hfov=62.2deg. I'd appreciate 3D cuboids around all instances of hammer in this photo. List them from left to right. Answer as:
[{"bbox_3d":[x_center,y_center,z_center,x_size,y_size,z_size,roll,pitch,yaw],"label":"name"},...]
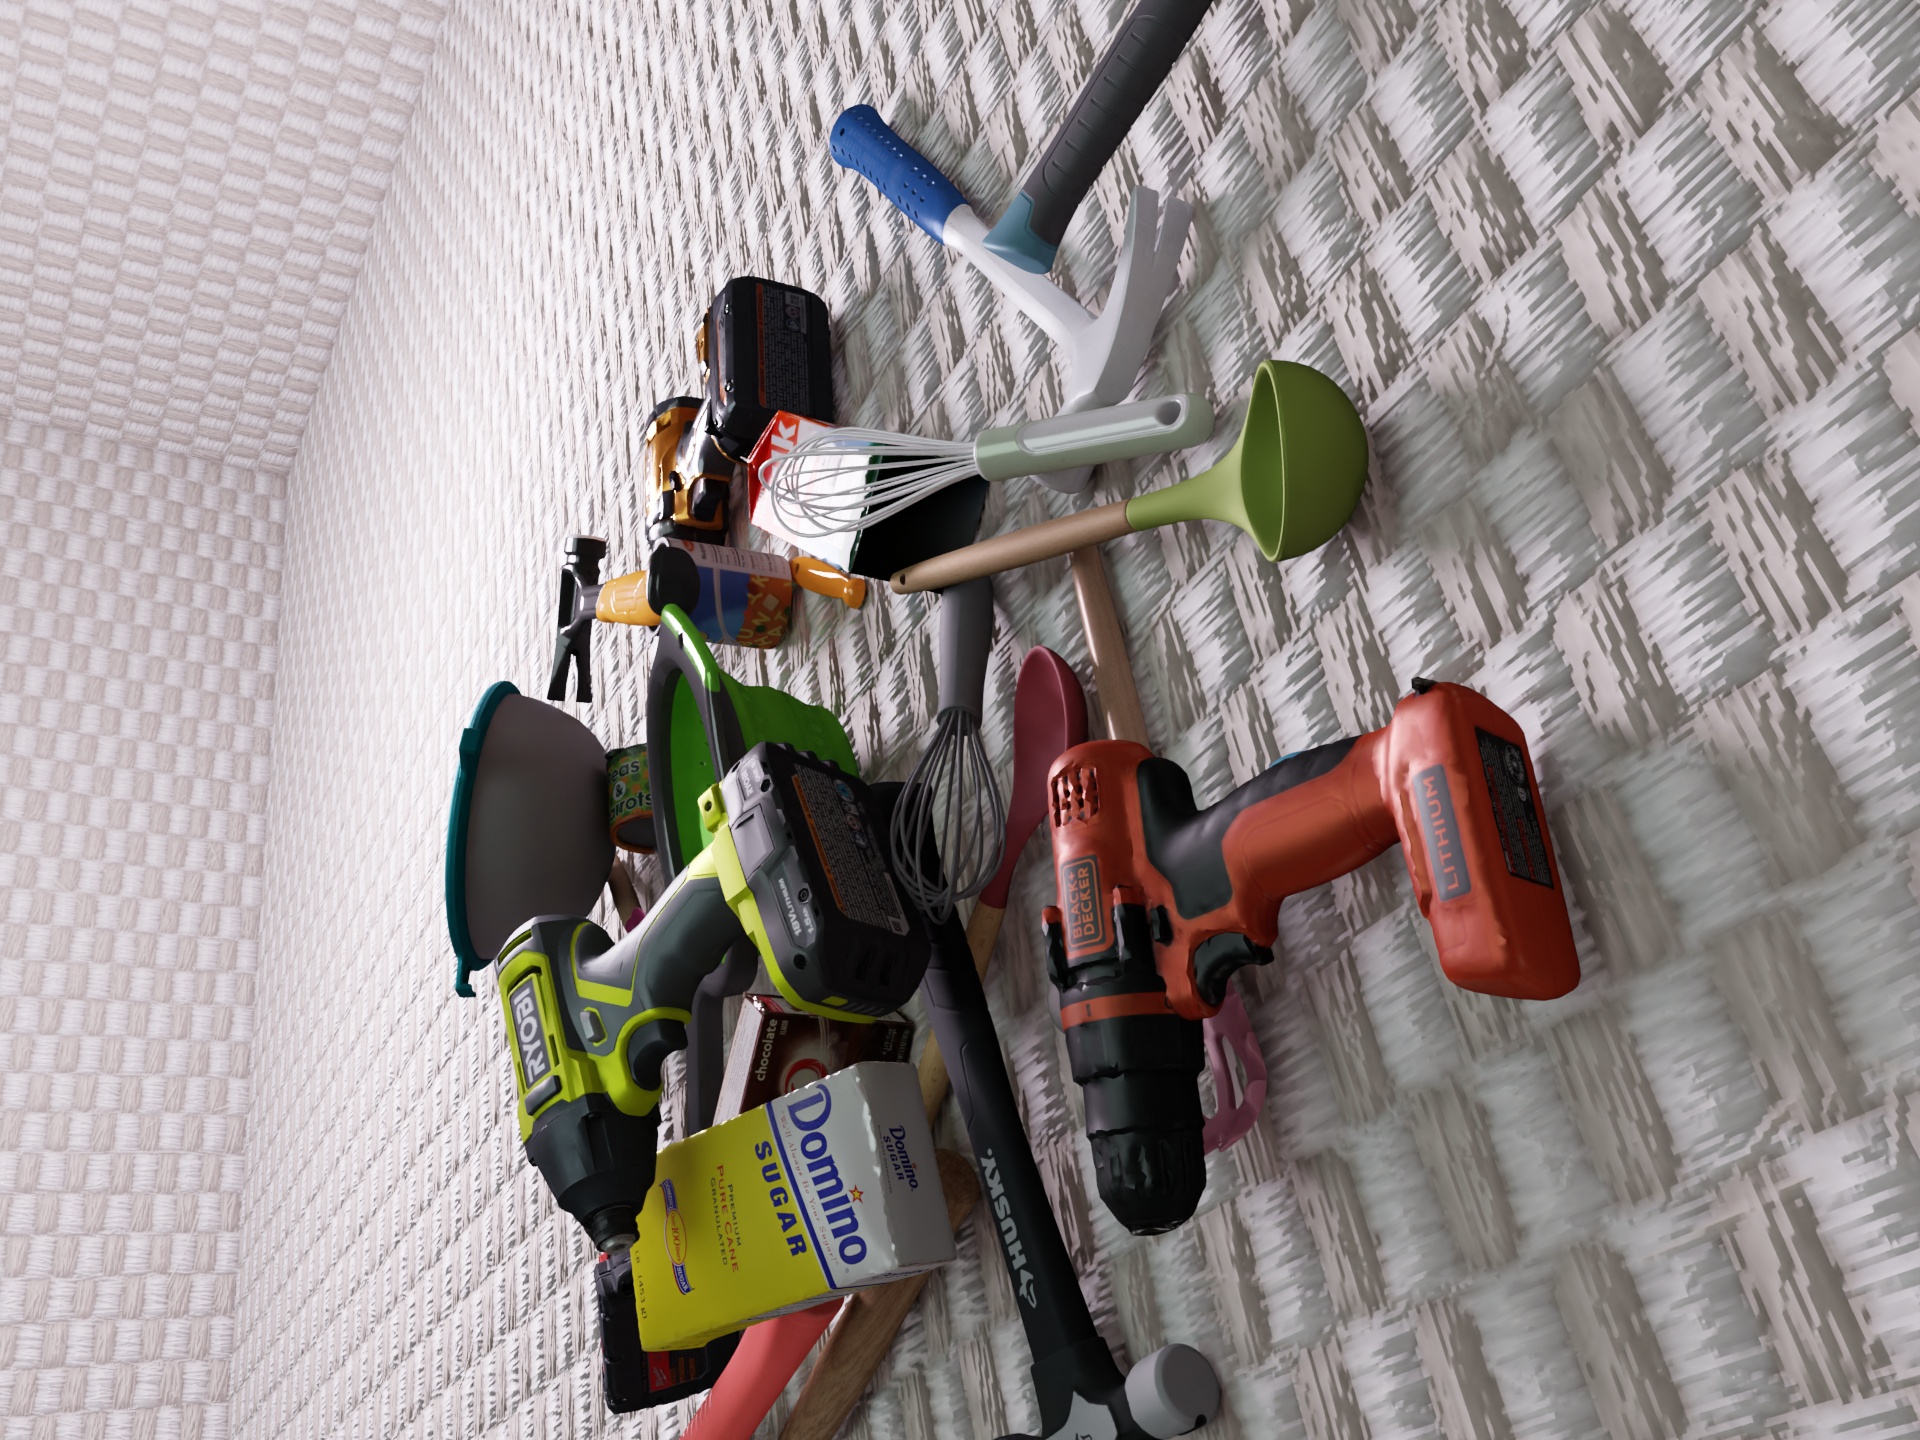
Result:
[{"bbox_3d":[-0.229,-0.072,1.060,0.337,0.034,0.127,-176,92,-67],"label":"hammer"},{"bbox_3d":[-0.149,0.427,0.879,0.359,0.036,0.149,-60,37,29],"label":"hammer"},{"bbox_3d":[-0.069,0.352,0.839,0.331,0.031,0.130,-64,35,24],"label":"hammer"},{"bbox_3d":[0.006,-0.280,0.895,0.144,0.035,0.406,-64,34,25],"label":"hammer"},{"bbox_3d":[0.008,0.171,0.729,0.146,0.035,0.335,-49,49,41],"label":"hammer"},{"bbox_3d":[0.111,-0.342,0.702,0.331,0.033,0.128,-54,37,22],"label":"hammer"}]

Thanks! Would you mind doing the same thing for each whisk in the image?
[{"bbox_3d":[-0.002,-0.003,0.776,0.055,0.055,0.239,-49,25,40],"label":"whisk"},{"bbox_3d":[0.006,-0.126,0.762,0.246,0.059,0.058,-5,67,31],"label":"whisk"}]

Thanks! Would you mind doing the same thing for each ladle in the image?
[{"bbox_3d":[0.007,0.113,0.787,0.069,0.031,0.315,-130,54,-62],"label":"ladle"},{"bbox_3d":[0.052,-0.089,0.716,0.320,0.062,0.078,-9,83,53],"label":"ladle"}]

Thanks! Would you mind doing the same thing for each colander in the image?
[{"bbox_3d":[-0.118,0.124,0.950,0.205,0.094,0.396,-133,41,-56],"label":"colander"}]

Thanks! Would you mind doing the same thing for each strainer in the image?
[{"bbox_3d":[-0.301,0.063,1.219,0.340,0.095,0.211,-90,6,-75],"label":"strainer"}]

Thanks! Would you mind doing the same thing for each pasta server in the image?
[{"bbox_3d":[0.076,0.036,0.685,0.060,0.040,0.317,-28,53,27],"label":"pasta server"}]

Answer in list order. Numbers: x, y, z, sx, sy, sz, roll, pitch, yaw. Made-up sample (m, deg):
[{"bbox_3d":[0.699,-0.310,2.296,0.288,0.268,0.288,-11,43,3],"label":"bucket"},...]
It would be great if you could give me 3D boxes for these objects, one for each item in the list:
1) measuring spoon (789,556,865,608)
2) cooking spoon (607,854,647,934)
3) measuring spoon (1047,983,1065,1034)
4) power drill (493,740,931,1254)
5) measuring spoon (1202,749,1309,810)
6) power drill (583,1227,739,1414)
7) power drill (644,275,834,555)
[{"bbox_3d":[-0.089,-0.090,1.019,0.117,0.011,0.021,27,105,58],"label":"measuring spoon"},{"bbox_3d":[-0.231,0.137,1.121,0.319,0.017,0.068,-152,62,-70],"label":"cooking spoon"},{"bbox_3d":[0.061,0.161,0.692,0.034,0.018,0.124,-54,41,36],"label":"measuring spoon"},{"bbox_3d":[-0.126,0.130,0.751,0.223,0.080,0.171,-40,52,22],"label":"power drill"},{"bbox_3d":[0.094,0.041,0.631,0.128,0.021,0.042,-20,58,34],"label":"measuring spoon"},{"bbox_3d":[-0.209,0.325,1.017,0.227,0.080,0.187,-128,36,-52],"label":"power drill"},{"bbox_3d":[-0.165,-0.175,1.107,0.226,0.084,0.185,-37,51,54],"label":"power drill"}]
